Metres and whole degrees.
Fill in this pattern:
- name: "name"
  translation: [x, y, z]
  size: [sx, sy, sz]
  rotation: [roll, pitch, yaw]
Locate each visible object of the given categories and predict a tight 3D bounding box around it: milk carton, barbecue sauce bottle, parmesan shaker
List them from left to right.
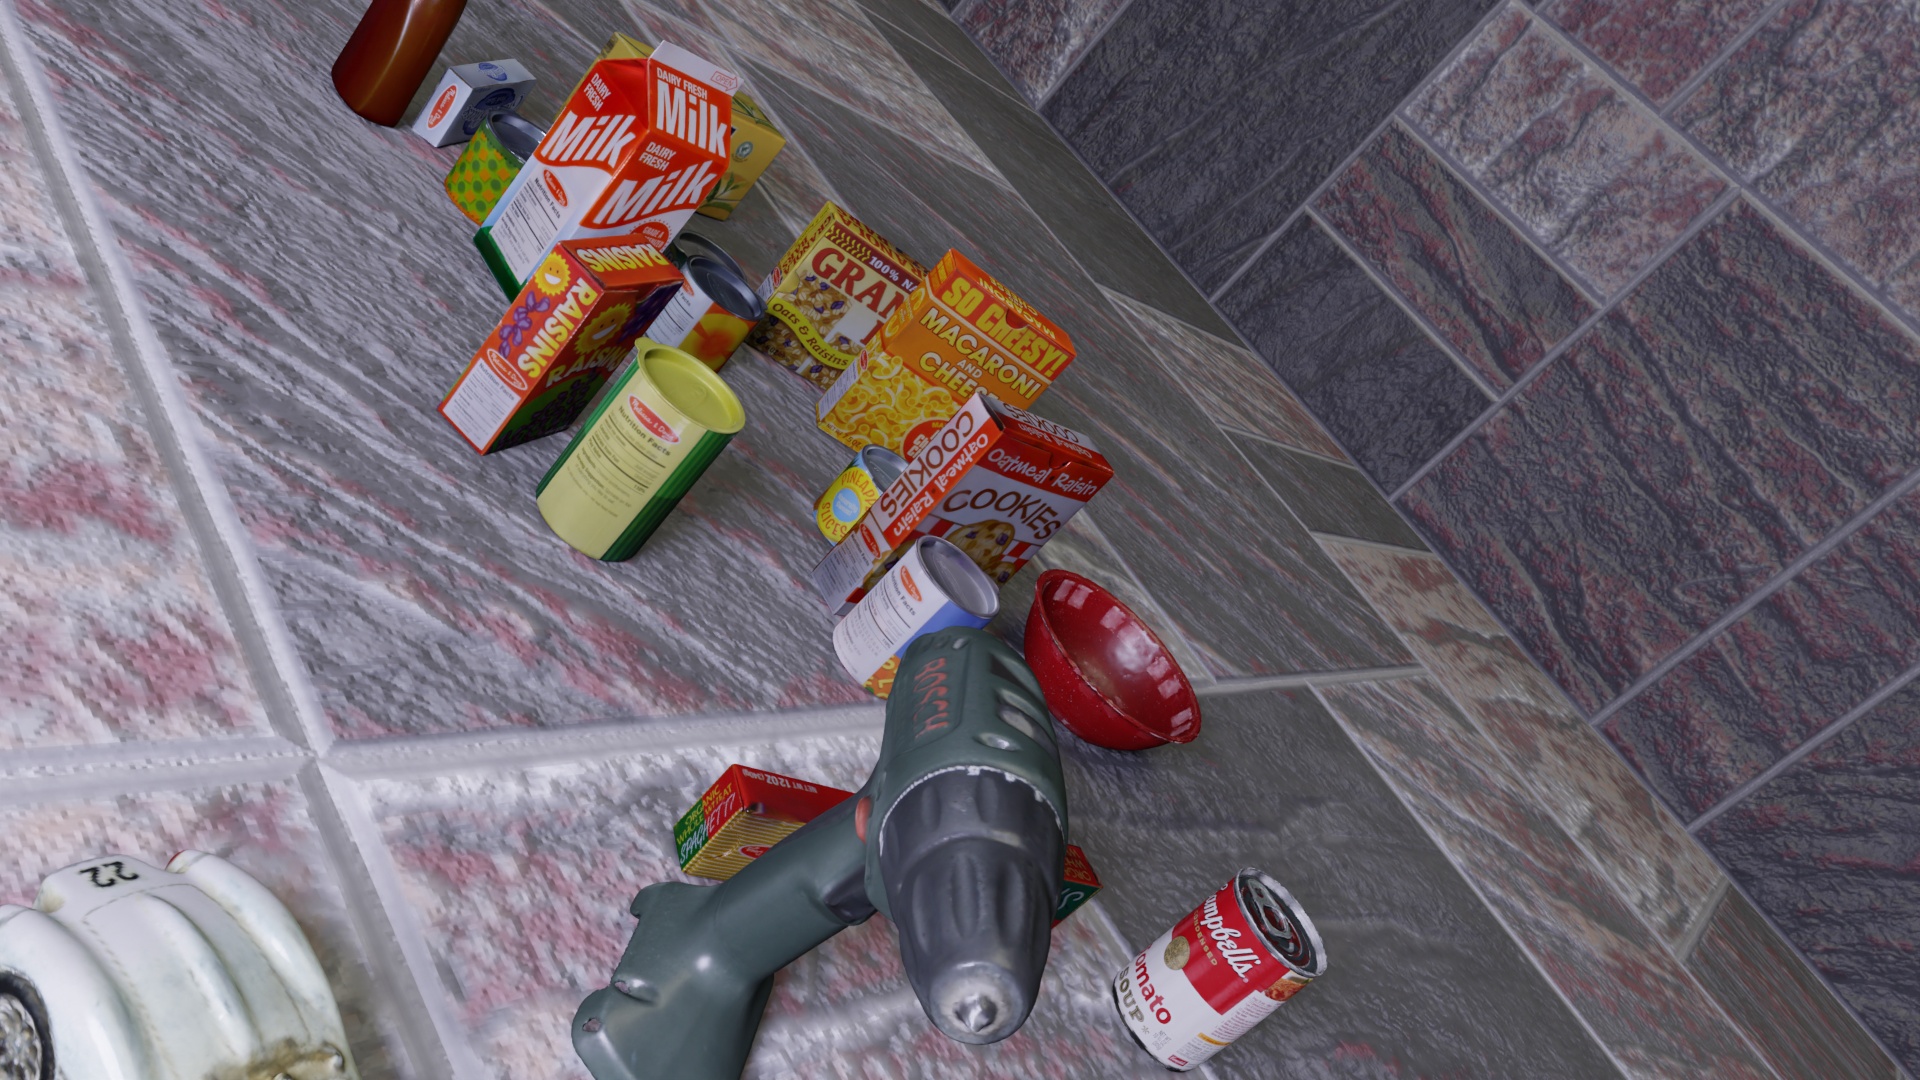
- name: "barbecue sauce bottle"
  translation: [-0.354, -0.345, 0.905]
  size: [0.044, 0.148, 0.065]
  rotation: [13, 38, -53]
- name: "milk carton"
  translation: [-0.216, -0.228, 0.875]
  size: [0.072, 0.190, 0.073]
  rotation: [7, 42, -56]
- name: "parmesan shaker"
  translation: [-0.174, -0.048, 0.744]
  size: [0.071, 0.102, 0.071]
  rotation: [36, 23, -18]

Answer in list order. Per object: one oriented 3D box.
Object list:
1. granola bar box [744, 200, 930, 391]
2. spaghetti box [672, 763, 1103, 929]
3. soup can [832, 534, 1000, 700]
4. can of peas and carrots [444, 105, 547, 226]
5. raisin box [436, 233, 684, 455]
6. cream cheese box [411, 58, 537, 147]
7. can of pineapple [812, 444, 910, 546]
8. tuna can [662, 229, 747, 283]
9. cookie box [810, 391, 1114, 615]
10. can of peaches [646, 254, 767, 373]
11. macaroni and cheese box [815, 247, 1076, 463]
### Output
- name: "granola bar box"
  translation: [-0.074, -0.172, 1.105]
  size: [0.165, 0.124, 0.039]
  rotation: [30, 26, -30]
- name: "spaghetti box"
  translation: [-0.027, 0.160, 0.696]
  size: [0.250, 0.050, 0.029]
  rotation: [23, 30, -41]
- name: "soup can"
  translation: [-0.026, 0.049, 0.849]
  size: [0.071, 0.083, 0.072]
  rotation: [36, 23, -18]
- name: "can of peas and carrots"
  translation: [-0.304, -0.246, 0.933]
  size: [0.071, 0.058, 0.071]
  rotation: [36, 23, -18]
- name: "raisin box"
  translation: [-0.215, -0.108, 0.753]
  size: [0.040, 0.123, 0.086]
  rotation: [45, 22, 3]
- name: "cream cheese box"
  translation: [-0.345, -0.312, 0.988]
  size: [0.024, 0.053, 0.104]
  rotation: [41, 22, -8]
- name: "can of pineapple"
  translation: [-0.060, -0.023, 0.953]
  size: [0.071, 0.057, 0.071]
  rotation: [36, 23, -18]
- name: "tuna can"
  translation: [-0.202, -0.206, 1.069]
  size: [0.071, 0.032, 0.071]
  rotation: [36, 23, -18]
- name: "cookie box"
  translation: [0.003, -0.011, 0.895]
  size: [0.123, 0.167, 0.040]
  rotation: [15, 36, -50]
- name: "can of peaches"
  translation: [-0.181, -0.158, 0.987]
  size: [0.071, 0.058, 0.071]
  rotation: [36, 23, -18]
- name: "macaroni and cheese box"
  translation: [-0.012, -0.122, 1.066]
  size: [0.123, 0.166, 0.040]
  rotation: [32, 25, -27]
